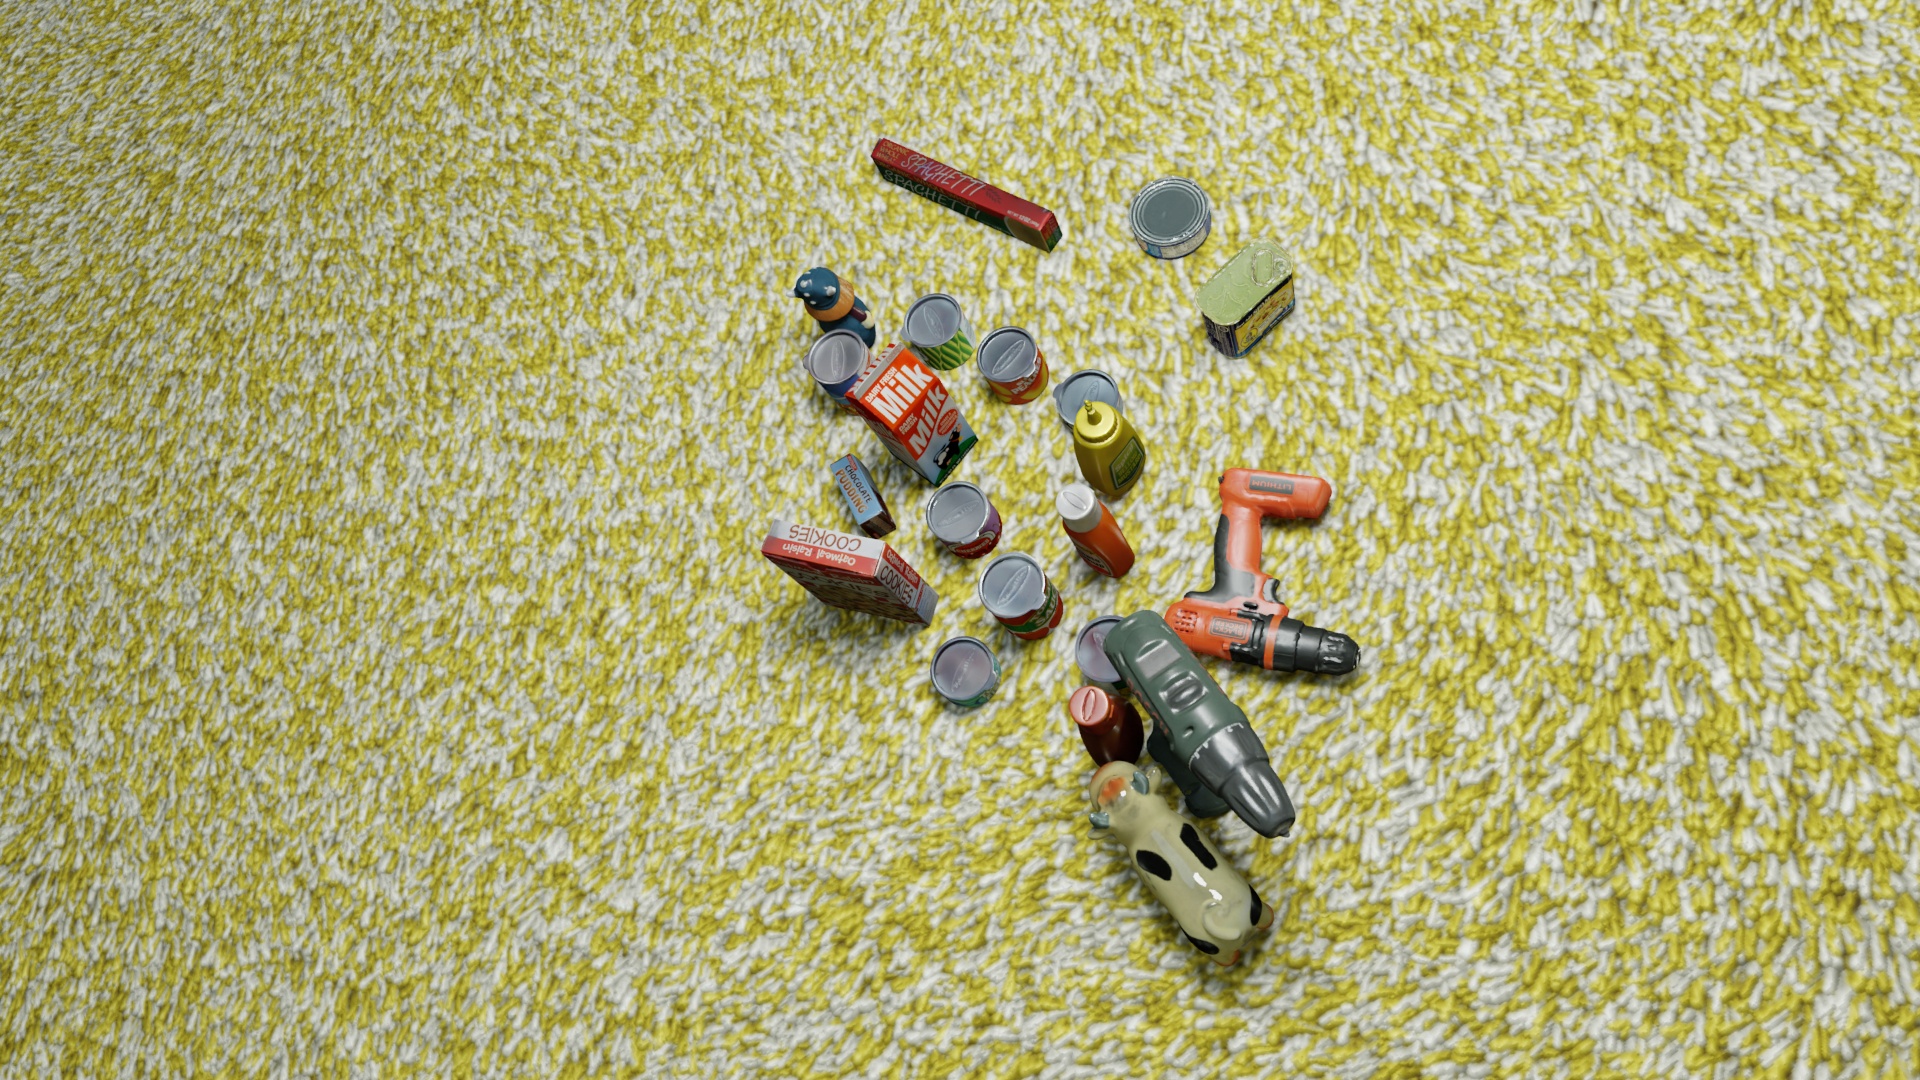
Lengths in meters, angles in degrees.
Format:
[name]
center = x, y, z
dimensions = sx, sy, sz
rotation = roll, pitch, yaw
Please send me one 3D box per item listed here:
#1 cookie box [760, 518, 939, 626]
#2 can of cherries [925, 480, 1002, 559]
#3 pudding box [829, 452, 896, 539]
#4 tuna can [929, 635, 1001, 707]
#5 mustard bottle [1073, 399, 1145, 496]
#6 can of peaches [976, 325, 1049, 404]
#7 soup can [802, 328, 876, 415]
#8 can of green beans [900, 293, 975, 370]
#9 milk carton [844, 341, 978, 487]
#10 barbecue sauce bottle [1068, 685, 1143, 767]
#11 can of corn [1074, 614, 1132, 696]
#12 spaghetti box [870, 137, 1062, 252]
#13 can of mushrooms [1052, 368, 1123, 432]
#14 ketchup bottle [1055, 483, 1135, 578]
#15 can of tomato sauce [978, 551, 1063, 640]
[cookie box]
center = -0.107, 0.035, 1.378
dimensions = 0.123, 0.167, 0.040
rotation = 11, 74, 21
[can of cherries]
center = 0.005, -0.018, 1.424
dimensions = 0.071, 0.058, 0.072
rotation = -6, 68, 16
[pudding box]
center = -0.103, -0.047, 1.475
dimensions = 0.030, 0.049, 0.084
rotation = -31, 64, 5
[tuna can]
center = 0.008, 0.132, 1.379
dimensions = 0.071, 0.032, 0.071
rotation = -6, 68, 15
[mustard bottle]
center = 0.140, -0.096, 1.355
dimensions = 0.049, 0.160, 0.065
rotation = 34, 83, 26
[can of peaches]
center = 0.058, -0.183, 1.473
dimensions = 0.071, 0.058, 0.071
rotation = -6, 68, 16
[soup can]
center = -0.123, -0.182, 1.516
dimensions = 0.071, 0.083, 0.071
rotation = -6, 68, 16
[can of green beans]
center = -0.022, -0.227, 1.516
dimensions = 0.071, 0.057, 0.071
rotation = -6, 68, 16
[milk carton]
center = -0.054, -0.133, 1.415
dimensions = 0.073, 0.190, 0.072
rotation = 37, 84, 26
[barbecue sauce bottle]
center = 0.132, 0.167, 1.261
dimensions = 0.044, 0.148, 0.065
rotation = 8, 73, 21
[can of corn]
center = 0.149, 0.109, 1.329
dimensions = 0.071, 0.058, 0.071
rotation = -6, 68, 16
[spaghetti box]
center = 0.004, -0.394, 1.577
dimensions = 0.250, 0.050, 0.029
rotation = 30, 81, 25
[can of mushrooms]
center = 0.133, -0.143, 1.447
dimensions = 0.071, 0.033, 0.071
rotation = -6, 68, 15
[ketchup bottle]
center = 0.126, -0.012, 1.333
dimensions = 0.065, 0.148, 0.043
rotation = 37, 85, 26
[can of tomato sauce]
center = 0.062, 0.057, 1.363
dimensions = 0.071, 0.083, 0.071
rotation = -6, 68, 16
